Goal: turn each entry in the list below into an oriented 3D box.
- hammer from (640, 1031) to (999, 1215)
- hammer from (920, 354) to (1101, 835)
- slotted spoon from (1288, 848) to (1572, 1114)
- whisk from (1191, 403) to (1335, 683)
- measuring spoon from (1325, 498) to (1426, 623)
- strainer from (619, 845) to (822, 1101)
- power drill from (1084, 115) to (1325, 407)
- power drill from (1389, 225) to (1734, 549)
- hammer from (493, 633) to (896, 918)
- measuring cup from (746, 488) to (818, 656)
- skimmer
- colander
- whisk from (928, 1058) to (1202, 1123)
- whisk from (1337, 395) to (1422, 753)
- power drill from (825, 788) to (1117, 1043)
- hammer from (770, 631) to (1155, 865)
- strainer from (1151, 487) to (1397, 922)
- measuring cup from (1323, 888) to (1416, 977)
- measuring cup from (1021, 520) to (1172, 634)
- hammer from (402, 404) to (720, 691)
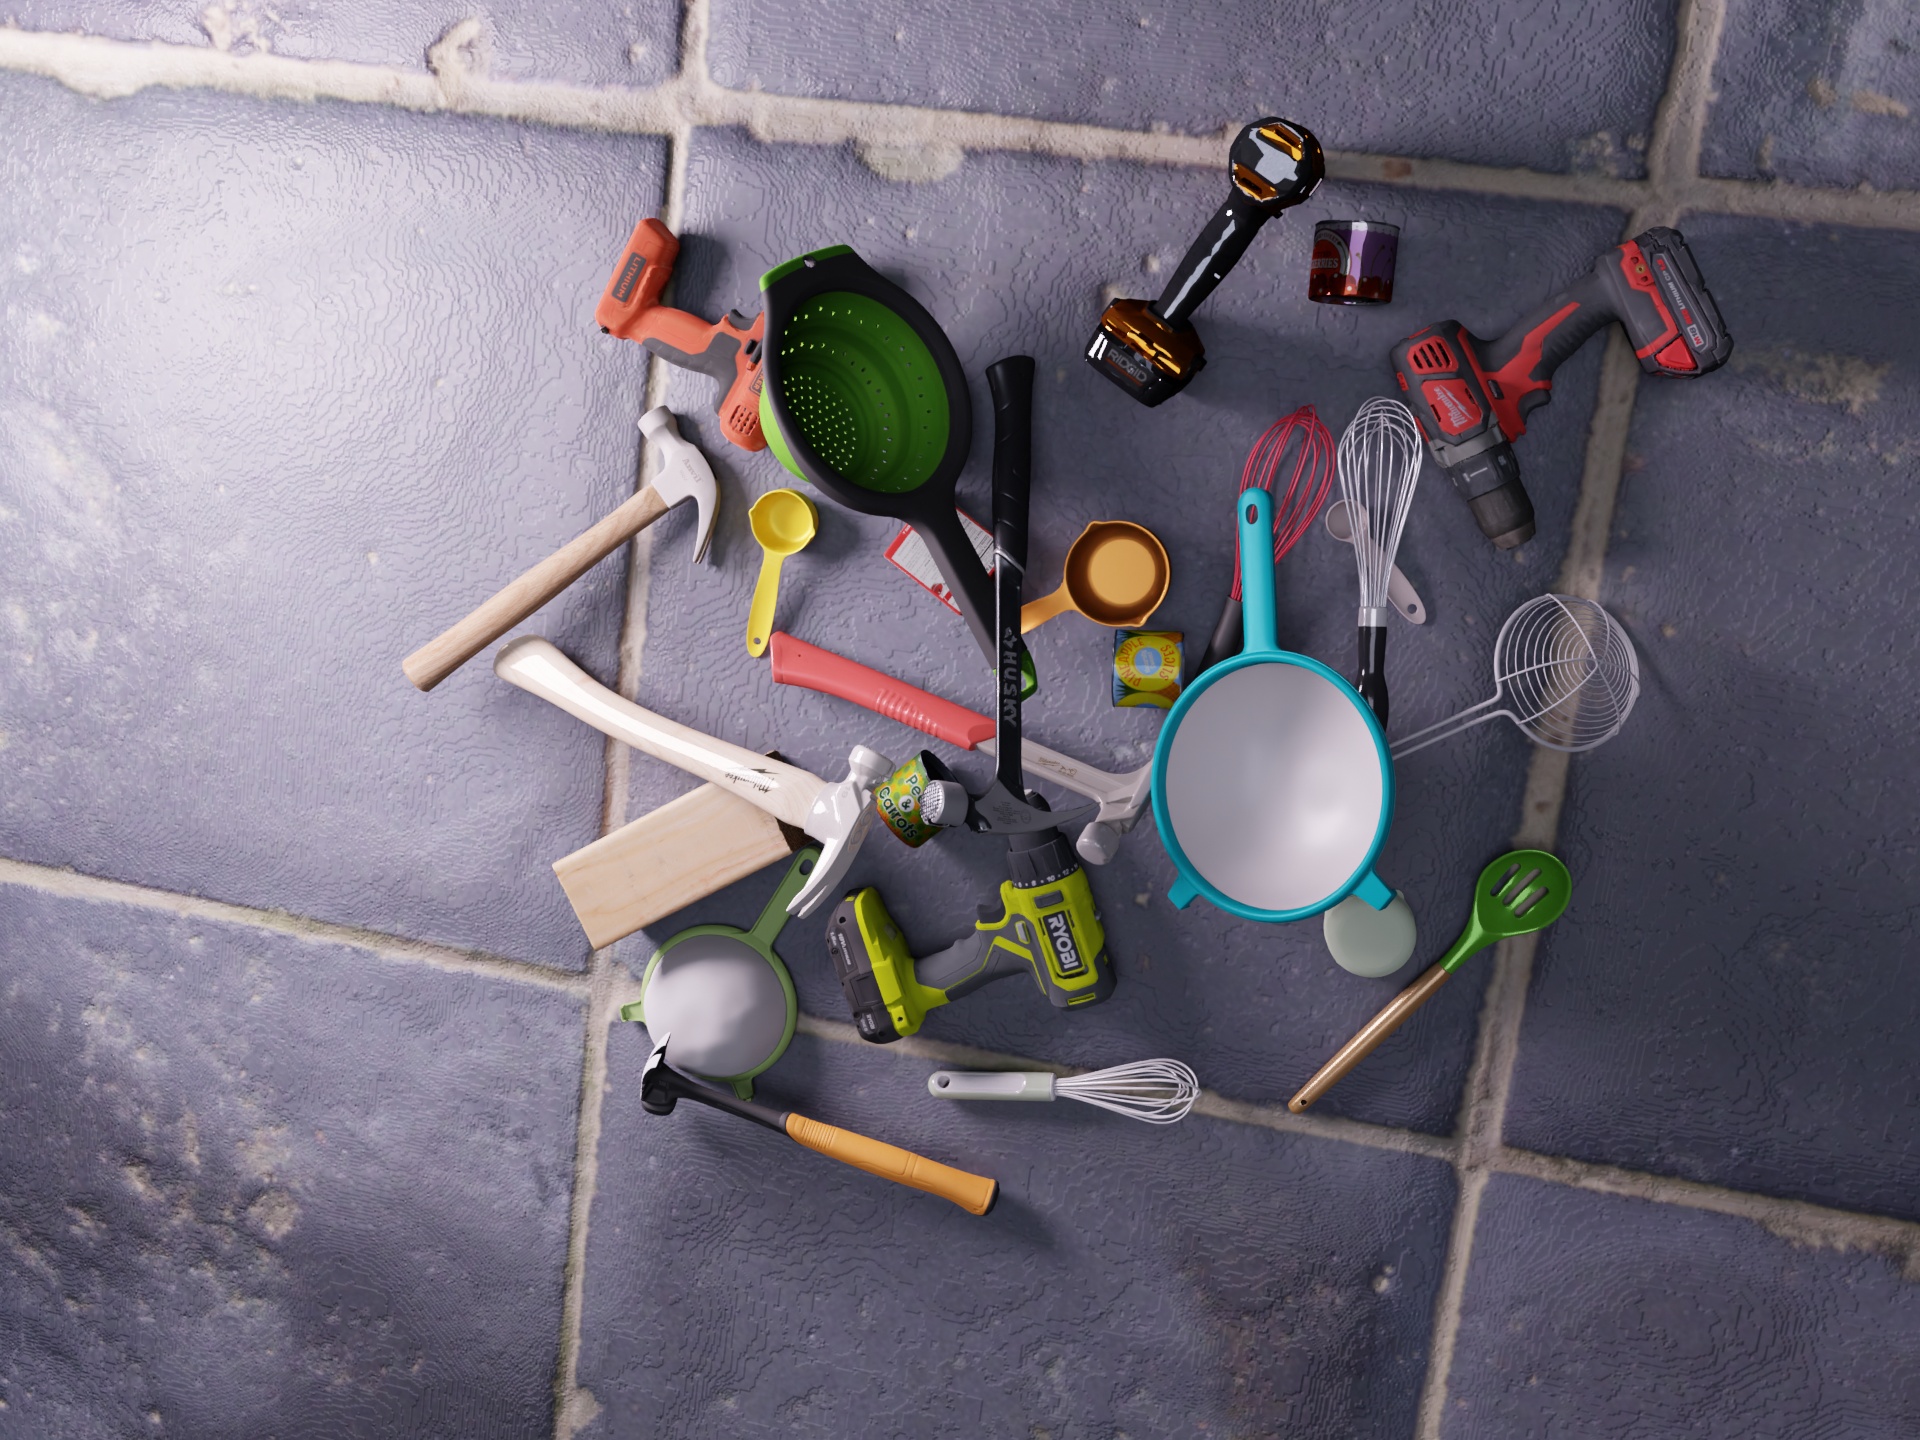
[{"bbox_3d":[-0.125,0.370,1.425,0.337,0.034,0.127,20,145,0],"label":"hammer"},{"bbox_3d":[0.044,-0.107,1.280,0.149,0.036,0.409,10,72,-29],"label":"hammer"},{"bbox_3d":[0.389,0.225,1.343,0.070,0.031,0.313,42,105,3],"label":"slotted spoon"},{"bbox_3d":[0.238,-0.117,1.311,0.073,0.073,0.295,21,106,7],"label":"whisk"},{"bbox_3d":[0.344,-0.130,1.312,0.034,0.018,0.124,-37,96,8],"label":"measuring spoon"},{"bbox_3d":[-0.201,0.223,1.434,0.151,0.069,0.256,34,104,5],"label":"strainer"},{"bbox_3d":[0.201,-0.363,1.246,0.084,0.164,0.226,38,115,4],"label":"power drill"},{"bbox_3d":[0.472,-0.257,1.238,0.226,0.080,0.188,-26,92,16],"label":"power drill"},{"bbox_3d":[-0.253,0.026,1.361,0.411,0.038,0.146,23,81,27],"label":"hammer"},{"bbox_3d":[-0.164,-0.131,1.407,0.062,0.029,0.156,19,112,8],"label":"measuring cup"},{"bbox_3d":[0.376,0.015,1.316,0.363,0.090,0.127,-27,88,23],"label":"skimmer"},{"bbox_3d":[-0.058,-0.185,1.310,0.094,0.204,0.397,-18,104,49],"label":"colander"},{"bbox_3d":[0.090,0.324,1.405,0.246,0.059,0.058,-2,59,15],"label":"whisk"},{"bbox_3d":[0.330,-0.115,1.269,0.070,0.070,0.284,2,93,11],"label":"whisk"},{"bbox_3d":[0.005,0.176,1.384,0.228,0.080,0.190,-17,97,10],"label":"power drill"},{"bbox_3d":[-0.002,-0.004,1.362,0.359,0.149,0.036,23,146,16],"label":"hammer"},{"bbox_3d":[0.261,-0.012,1.267,0.211,0.095,0.340,-6,84,40],"label":"strainer"},{"bbox_3d":[0.310,0.151,1.341,0.167,0.038,0.083,38,103,2],"label":"measuring cup"},{"bbox_3d":[0.097,-0.106,1.342,0.173,0.052,0.095,-26,91,17],"label":"measuring cup"},{"bbox_3d":[-0.355,-0.131,1.413,0.331,0.031,0.130,-36,91,5],"label":"hammer"}]
